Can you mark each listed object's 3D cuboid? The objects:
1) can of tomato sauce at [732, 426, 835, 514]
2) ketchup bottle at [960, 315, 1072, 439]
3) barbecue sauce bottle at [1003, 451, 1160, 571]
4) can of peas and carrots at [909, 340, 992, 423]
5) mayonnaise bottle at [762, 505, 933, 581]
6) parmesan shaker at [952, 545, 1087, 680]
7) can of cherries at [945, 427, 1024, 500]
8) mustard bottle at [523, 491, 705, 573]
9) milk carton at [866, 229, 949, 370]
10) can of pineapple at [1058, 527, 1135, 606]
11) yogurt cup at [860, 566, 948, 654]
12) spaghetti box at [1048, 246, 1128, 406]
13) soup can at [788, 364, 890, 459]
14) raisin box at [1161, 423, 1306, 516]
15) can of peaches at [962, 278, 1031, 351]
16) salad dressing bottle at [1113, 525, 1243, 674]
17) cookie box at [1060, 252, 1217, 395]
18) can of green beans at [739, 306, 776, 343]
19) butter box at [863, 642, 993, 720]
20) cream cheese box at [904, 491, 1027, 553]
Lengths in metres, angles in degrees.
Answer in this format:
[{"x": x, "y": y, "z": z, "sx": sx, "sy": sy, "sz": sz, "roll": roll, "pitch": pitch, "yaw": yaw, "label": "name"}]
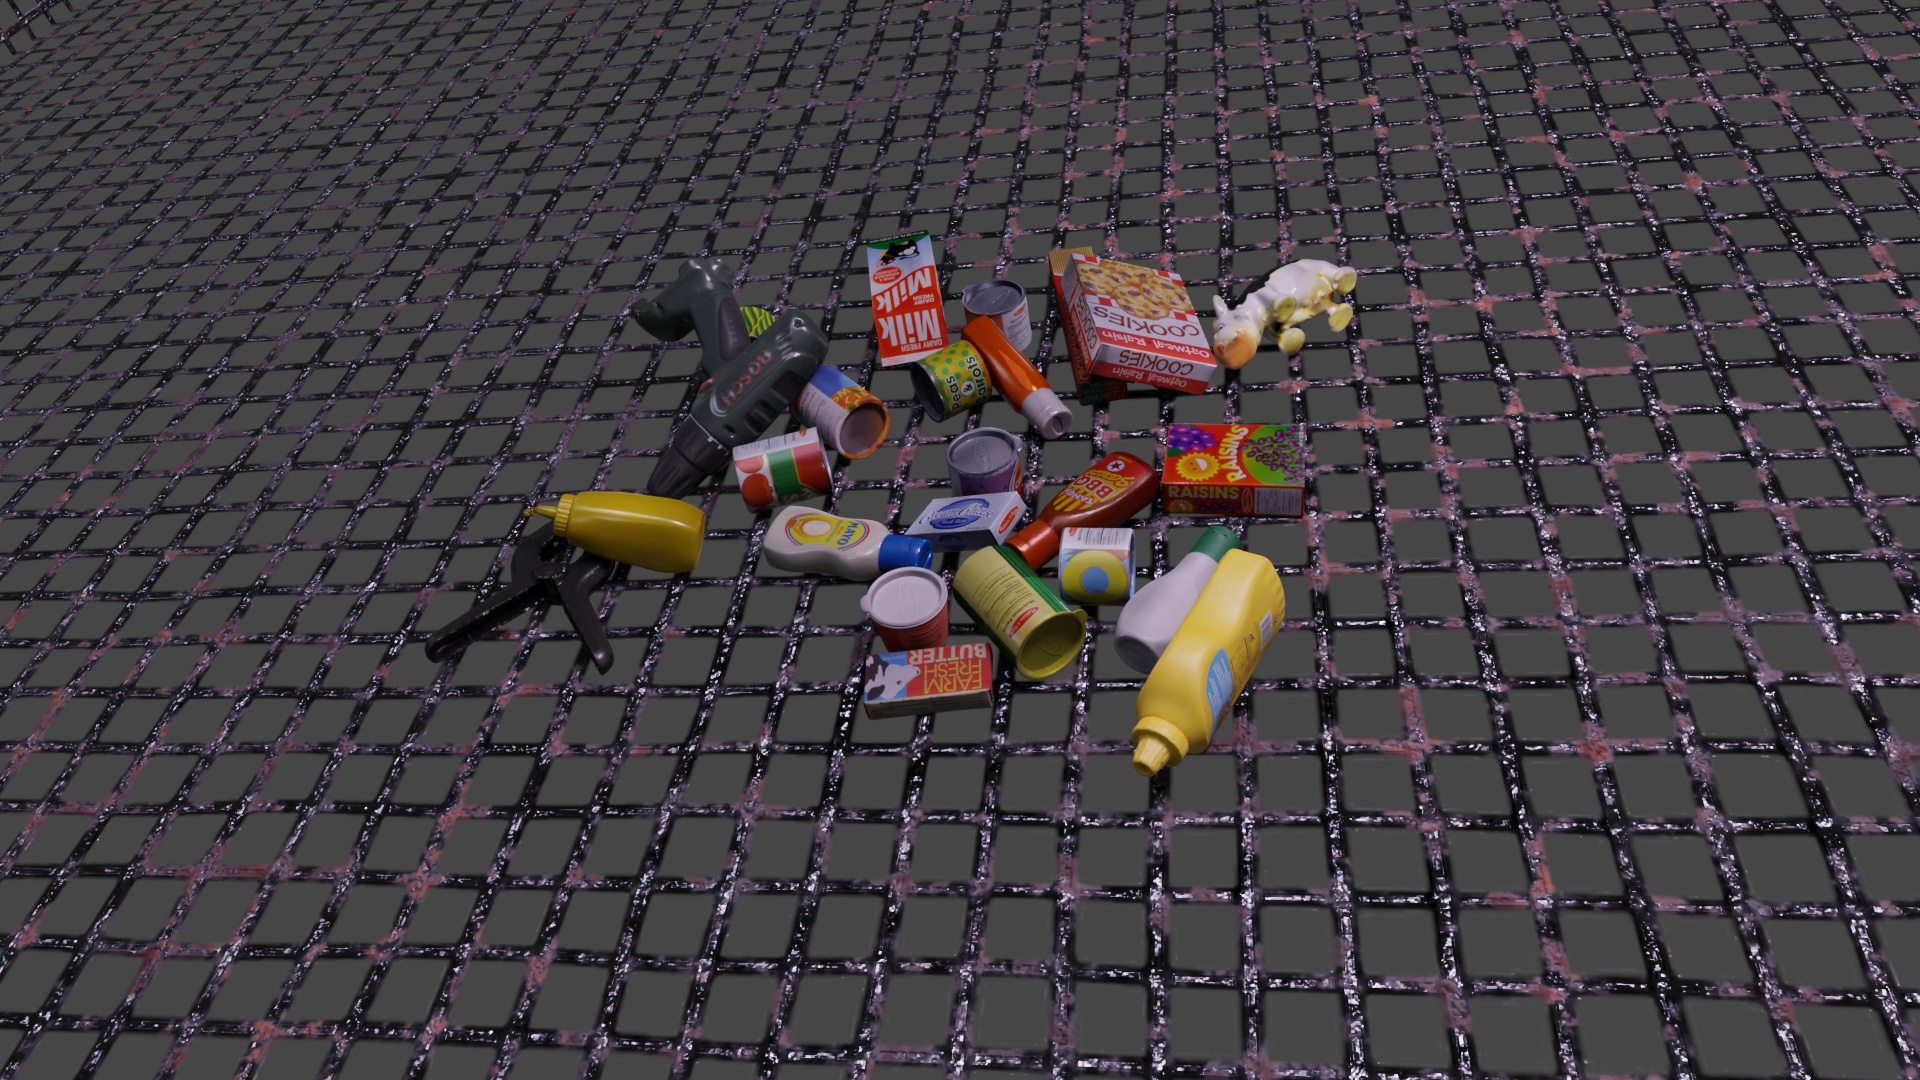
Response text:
[{"x": -0.166, "y": -0.064, "z": 1.311, "sx": 0.083, "sy": 0.070, "sz": 0.071, "roll": -14, "pitch": 43, "yaw": -2, "label": "can of tomato sauce"}, {"x": 0.055, "y": -0.157, "z": 1.366, "sx": 0.043, "sy": 0.064, "sz": 0.149, "roll": -35, "pitch": 55, "yaw": -4, "label": "ketchup bottle"}, {"x": 0.104, "y": -0.022, "z": 1.222, "sx": 0.149, "sy": 0.043, "sz": 0.065, "roll": -35, "pitch": 39, "yaw": -23, "label": "barbecue sauce bottle"}, {"x": -0.008, "y": -0.157, "z": 1.372, "sx": 0.059, "sy": 0.070, "sz": 0.071, "roll": -27, "pitch": 45, "yaw": -17, "label": "can of peas and carrots"}, {"x": -0.098, "y": 0.006, "z": 1.237, "sx": 0.148, "sy": 0.041, "sz": 0.065, "roll": 8, "pitch": 44, "yaw": 21, "label": "mayonnaise bottle"}, {"x": 0.049, "y": 0.055, "z": 1.134, "sx": 0.071, "sy": 0.071, "sz": 0.103, "roll": -27, "pitch": 44, "yaw": -16, "label": "parmesan shaker"}, {"x": 0.026, "y": -0.061, "z": 1.269, "sx": 0.071, "sy": 0.058, "sz": 0.072, "roll": -6, "pitch": 42, "yaw": 6, "label": "can of cherries"}, {"x": -0.314, "y": -0.015, "z": 1.260, "sx": 0.160, "sy": 0.065, "sz": 0.049, "roll": 12, "pitch": 32, "yaw": -6, "label": "mustard bottle"}, {"x": -0.055, "y": -0.245, "z": 1.472, "sx": 0.072, "sy": 0.073, "sz": 0.191, "roll": -11, "pitch": 43, "yaw": 1, "label": "milk carton"}, {"x": 0.115, "y": 0.024, "z": 1.157, "sx": 0.058, "sy": 0.070, "sz": 0.071, "roll": 1, "pitch": 44, "yaw": 12, "label": "can of pineapple"}, {"x": -0.041, "y": 0.064, "z": 1.154, "sx": 0.072, "sy": 0.053, "sz": 0.073, "roll": -6, "pitch": 43, "yaw": 6, "label": "yogurt cup"}, {"x": 0.131, "y": -0.228, "z": 1.446, "sx": 0.050, "sy": 0.028, "sz": 0.251, "roll": -8, "pitch": 43, "yaw": 2, "label": "spaghetti box"}, {"x": -0.116, "y": -0.127, "z": 1.366, "sx": 0.071, "sy": 0.071, "sz": 0.084, "roll": -34, "pitch": 48, "yaw": -22, "label": "soup can"}, {"x": 0.245, "y": -0.064, "z": 1.240, "sx": 0.123, "sy": 0.039, "sz": 0.086, "roll": 2, "pitch": 45, "yaw": 13, "label": "raisin box"}, {"x": 0.037, "y": -0.232, "z": 1.450, "sx": 0.071, "sy": 0.057, "sz": 0.071, "roll": -7, "pitch": 43, "yaw": 6, "label": "can of peaches"}, {"x": 0.181, "y": 0.046, "z": 1.134, "sx": 0.064, "sy": 0.043, "sz": 0.148, "roll": 22, "pitch": 51, "yaw": 29, "label": "salad dressing bottle"}, {"x": 0.175, "y": -0.217, "z": 1.385, "sx": 0.123, "sy": 0.040, "sz": 0.168, "roll": 8, "pitch": 40, "yaw": -15, "label": "cookie box"}, {"x": -0.223, "y": -0.205, "z": 1.471, "sx": 0.071, "sy": 0.071, "sz": 0.058, "roll": -10, "pitch": 42, "yaw": 2, "label": "can of green beans"}, {"x": -0.025, "y": 0.113, "z": 1.120, "sx": 0.103, "sy": 0.024, "sz": 0.053, "roll": -7, "pitch": 43, "yaw": 5, "label": "butter box"}, {"x": 0.004, "y": -0.015, "z": 1.224, "sx": 0.103, "sy": 0.024, "sz": 0.054, "roll": -4, "pitch": 37, "yaw": 42, "label": "cream cheese box"}]
